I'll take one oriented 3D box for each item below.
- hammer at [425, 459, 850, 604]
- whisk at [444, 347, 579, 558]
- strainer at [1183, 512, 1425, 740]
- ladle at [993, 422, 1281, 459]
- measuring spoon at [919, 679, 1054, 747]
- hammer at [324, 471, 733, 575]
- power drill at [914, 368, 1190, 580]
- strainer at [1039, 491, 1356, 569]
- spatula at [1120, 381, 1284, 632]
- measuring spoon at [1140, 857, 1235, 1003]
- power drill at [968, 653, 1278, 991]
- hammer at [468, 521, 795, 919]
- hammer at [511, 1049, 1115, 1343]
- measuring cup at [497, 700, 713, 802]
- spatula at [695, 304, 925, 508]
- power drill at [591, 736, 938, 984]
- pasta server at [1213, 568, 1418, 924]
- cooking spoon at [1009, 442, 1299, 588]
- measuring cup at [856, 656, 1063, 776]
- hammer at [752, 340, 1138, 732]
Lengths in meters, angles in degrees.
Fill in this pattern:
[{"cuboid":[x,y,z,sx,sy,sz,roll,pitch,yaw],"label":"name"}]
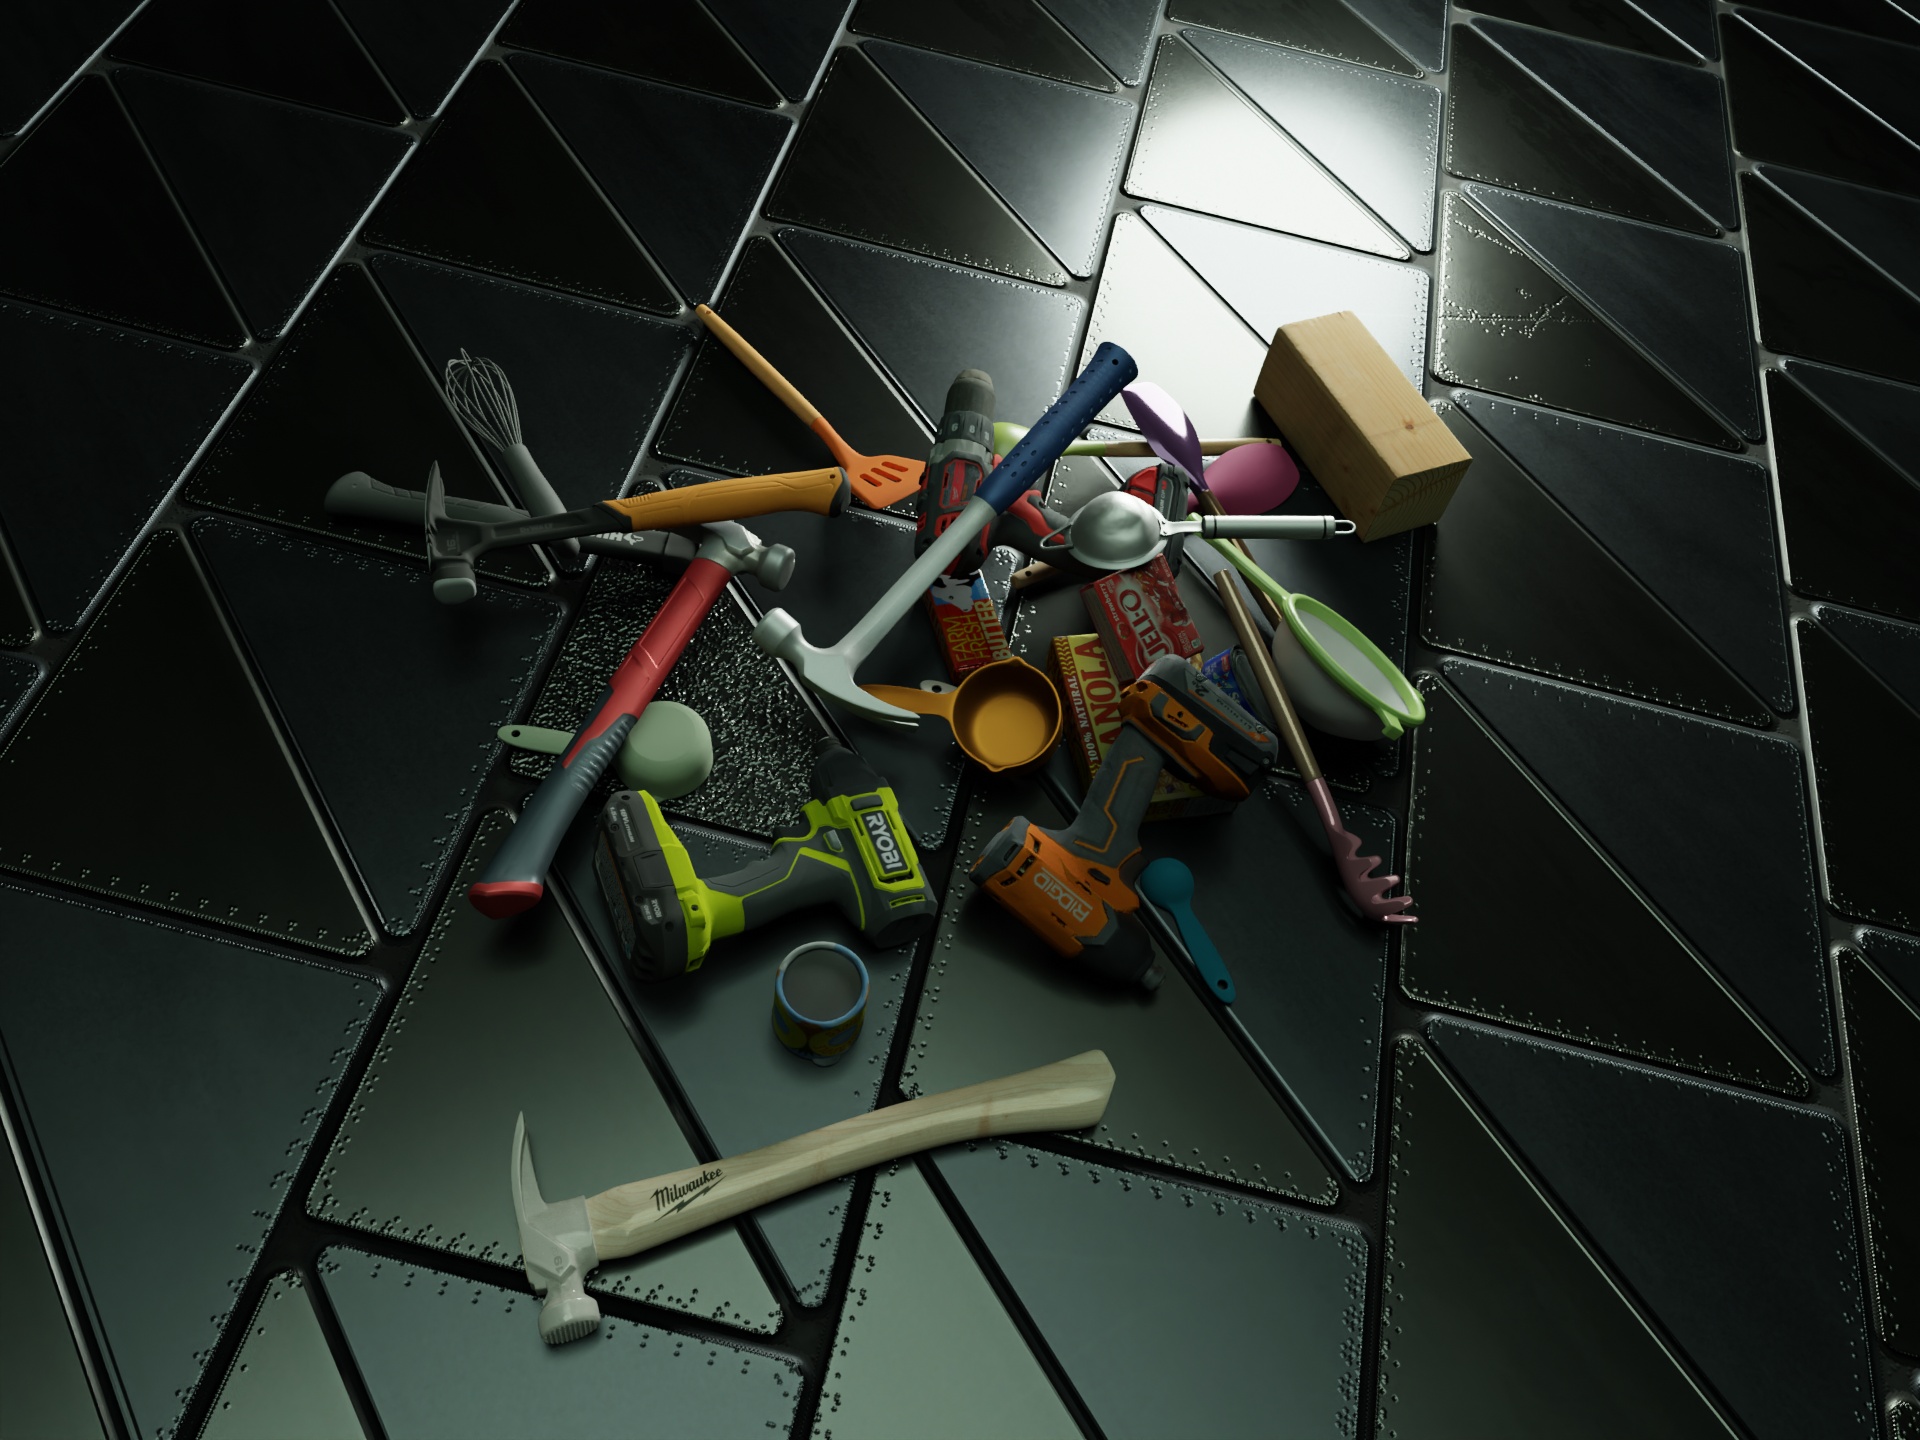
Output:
[{"cuboid":[-0.256,-0.172,1.280,0.337,0.034,0.127,-9,57,-12],"label":"hammer"},{"cuboid":[-0.375,-0.226,1.340,0.055,0.055,0.239,-23,64,-22],"label":"whisk"},{"cuboid":[0.269,-0.066,1.324,0.256,0.069,0.151,43,24,9],"label":"strainer"},{"cuboid":[0.152,-0.245,1.481,0.320,0.062,0.078,-5,58,-20],"label":"ladle"},{"cuboid":[0.024,-0.011,1.306,0.124,0.018,0.034,21,55,7],"label":"measuring spoon"},{"cuboid":[-0.365,-0.158,1.341,0.334,0.035,0.146,9,54,-2],"label":"hammer"},{"cuboid":[0.077,-0.198,1.371,0.226,0.080,0.188,12,69,-9],"label":"power drill"},{"cuboid":[0.194,-0.160,1.295,0.258,0.050,0.087,0,49,-2],"label":"strainer"},{"cuboid":[0.233,-0.183,1.432,0.059,0.018,0.316,-14,67,-28],"label":"spatula"},{"cuboid":[0.178,0.156,1.211,0.042,0.021,0.129,-15,57,-18],"label":"measuring spoon"},{"cuboid":[0.136,0.082,1.192,0.164,0.084,0.226,40,78,0],"label":"power drill"},{"cuboid":[-0.271,-0.018,1.210,0.143,0.038,0.386,21,55,8],"label":"hammer"},{"cuboid":[-0.091,0.284,1.076,0.410,0.038,0.146,-13,57,-17],"label":"hammer"},{"cuboid":[-0.275,0.013,1.232,0.167,0.038,0.083,9,55,-5],"label":"measuring cup"},{"cuboid":[-0.146,-0.295,1.464,0.081,0.041,0.323,-33,65,-26],"label":"spatula"},{"cuboid":[-0.146,0.098,1.163,0.223,0.080,0.171,-10,58,-27],"label":"power drill"},{"cuboid":[0.276,0.020,1.259,0.040,0.060,0.316,-26,78,19],"label":"pasta server"},{"cuboid":[0.180,-0.183,1.444,0.319,0.017,0.069,-25,78,-21],"label":"cooking spoon"},{"cuboid":[-0.002,-0.004,1.276,0.173,0.052,0.095,8,75,12],"label":"measuring cup"},{"cuboid":[0.017,-0.162,1.289,0.144,0.035,0.405,39,69,5],"label":"hammer"}]
